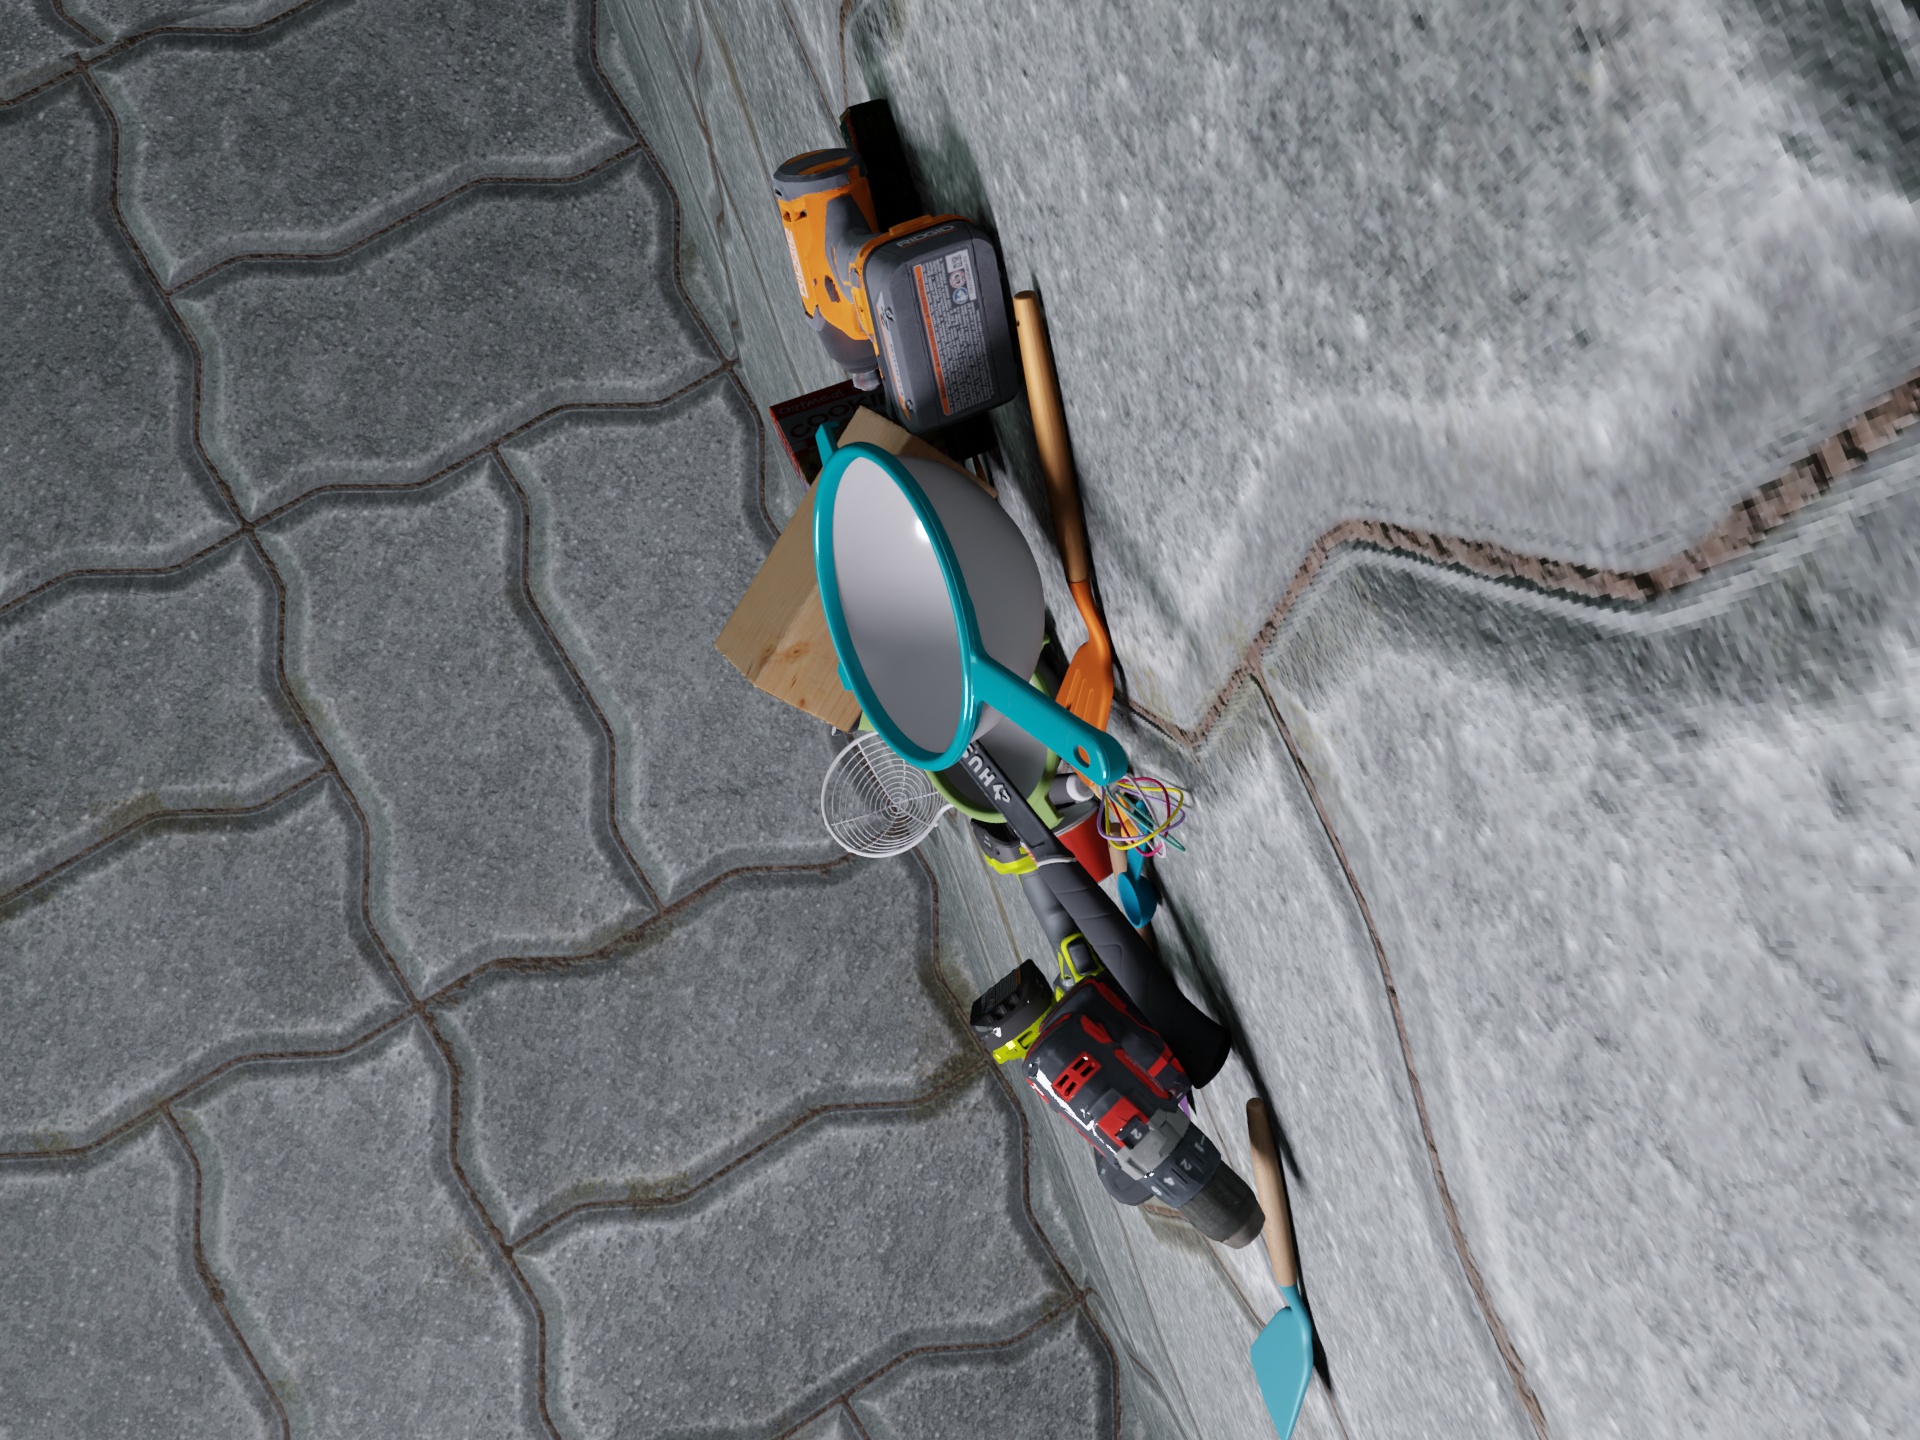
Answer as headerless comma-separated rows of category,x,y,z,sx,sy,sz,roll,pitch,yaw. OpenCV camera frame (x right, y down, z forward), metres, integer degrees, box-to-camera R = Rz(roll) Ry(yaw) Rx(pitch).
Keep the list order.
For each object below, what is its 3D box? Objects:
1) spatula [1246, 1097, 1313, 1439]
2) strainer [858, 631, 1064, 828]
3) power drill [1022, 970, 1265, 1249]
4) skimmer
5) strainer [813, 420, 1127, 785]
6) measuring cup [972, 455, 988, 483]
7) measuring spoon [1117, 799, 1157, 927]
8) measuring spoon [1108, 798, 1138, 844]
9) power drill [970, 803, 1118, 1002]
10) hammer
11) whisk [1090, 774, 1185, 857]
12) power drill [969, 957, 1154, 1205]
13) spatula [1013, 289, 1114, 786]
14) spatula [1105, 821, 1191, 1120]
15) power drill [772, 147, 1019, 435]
spatula,0.219,0.384,1.130,0.082,0.044,0.317,-107,2,-58
strainer,-0.002,-0.004,1.259,0.256,0.069,0.151,4,104,45
power drill,0.129,0.270,1.119,0.188,0.080,0.226,43,-177,3
skimmer,-0.011,0.055,1.361,0.363,0.090,0.127,-12,56,63
strainer,0.024,-0.055,0.964,0.341,0.095,0.210,38,139,49
measuring cup,0.009,-0.128,1.226,0.095,0.052,0.173,-119,9,-49
measuring spoon,0.131,0.098,1.122,0.128,0.021,0.042,90,159,-46
measuring spoon,0.109,0.063,1.116,0.117,0.011,0.021,-109,19,-76
power drill,0.093,0.178,1.393,0.171,0.080,0.223,-163,49,-82
hammer,0.053,0.090,1.144,0.409,0.149,0.036,52,-151,18
whisk,0.108,0.047,1.056,0.245,0.051,0.047,-122,54,-79
power drill,0.110,0.347,1.543,0.228,0.080,0.190,51,-177,-1
spatula,0.059,-0.105,0.966,0.081,0.041,0.322,-118,11,-53
spatula,0.148,0.200,1.252,0.060,0.018,0.315,-118,10,-54
power drill,-0.046,-0.265,1.028,0.227,0.084,0.164,49,157,51
